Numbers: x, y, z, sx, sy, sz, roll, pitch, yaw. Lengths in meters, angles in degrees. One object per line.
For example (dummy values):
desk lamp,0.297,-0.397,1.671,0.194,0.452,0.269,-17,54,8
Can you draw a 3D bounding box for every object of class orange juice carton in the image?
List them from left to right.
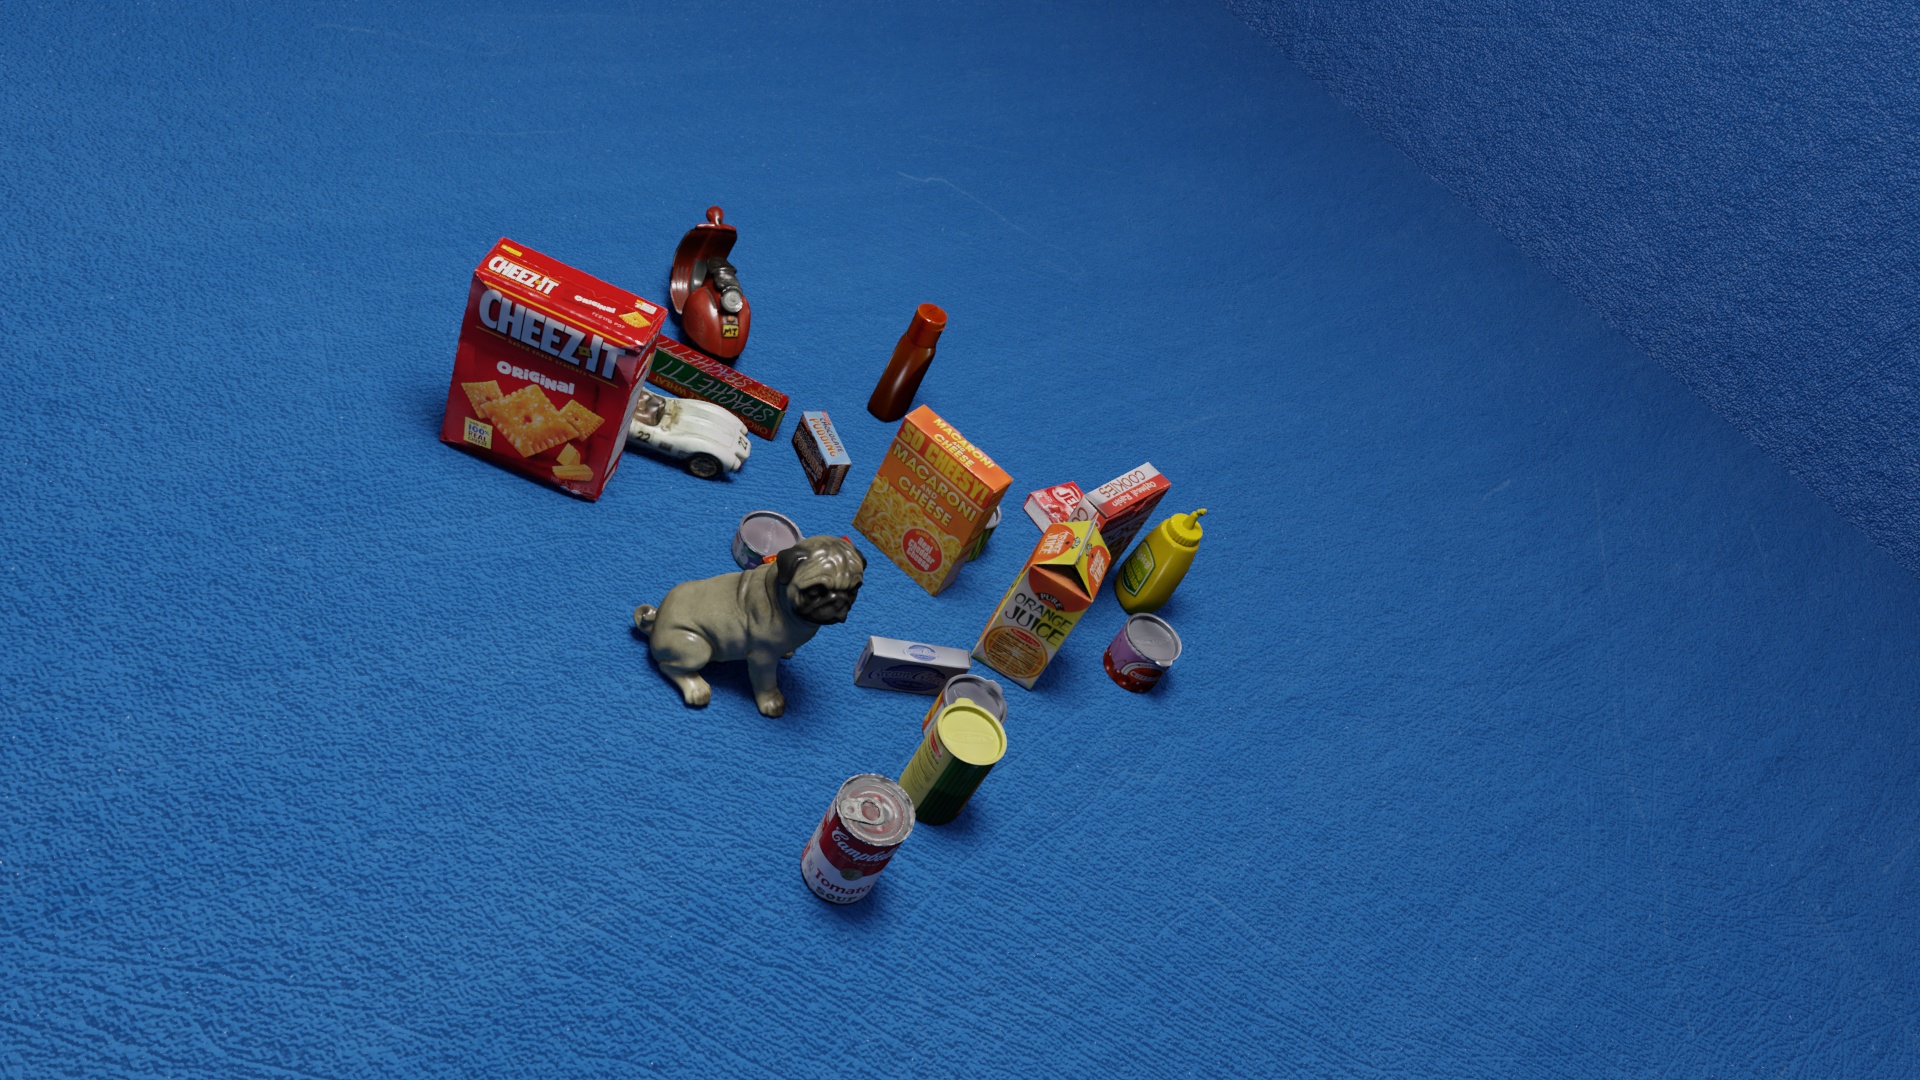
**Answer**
orange juice carton,0.088,0.055,1.392,0.073,0.191,0.072,30,41,0

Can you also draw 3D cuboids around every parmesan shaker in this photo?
parmesan shaker,-0.009,0.201,1.257,0.071,0.102,0.072,16,42,-16

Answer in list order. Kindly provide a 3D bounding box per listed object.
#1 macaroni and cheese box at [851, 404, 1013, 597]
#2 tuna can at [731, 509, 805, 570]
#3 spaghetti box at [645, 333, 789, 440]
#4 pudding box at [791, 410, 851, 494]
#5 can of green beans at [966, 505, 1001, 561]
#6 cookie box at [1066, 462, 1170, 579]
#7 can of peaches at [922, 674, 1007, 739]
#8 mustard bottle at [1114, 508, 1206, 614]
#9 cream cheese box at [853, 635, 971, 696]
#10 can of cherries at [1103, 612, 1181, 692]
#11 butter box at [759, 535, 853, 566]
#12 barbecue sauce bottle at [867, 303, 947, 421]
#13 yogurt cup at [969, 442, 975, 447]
macaroni and cheese box,-0.032,-0.040,1.439,0.124,0.165,0.040,41,42,12
tuna can,-0.193,0.004,1.402,0.071,0.032,0.071,16,43,-15
spaghetti box,-0.306,-0.186,1.515,0.250,0.050,0.029,26,41,-5
pudding box,-0.152,-0.096,1.515,0.030,0.049,0.084,-4,51,-33
can of green beans,0.004,-0.019,1.520,0.071,0.057,0.071,16,43,-15
cookie box,0.145,0.001,1.499,0.040,0.166,0.123,45,43,17
can of peaches,0.005,0.170,1.330,0.071,0.057,0.071,16,43,-15
mustard bottle,0.226,0.015,1.538,0.049,0.159,0.065,4,47,-27
cream cheese box,-0.047,0.124,1.351,0.104,0.053,0.024,10,44,-21
can of cherries,0.194,0.123,1.488,0.071,0.058,0.072,16,43,-15
butter box,-0.156,0.030,1.382,0.104,0.052,0.024,-16,58,-40
barbecue sauce bottle,-0.058,-0.207,1.605,0.044,0.147,0.065,38,41,8
yogurt cup,-0.012,-0.076,1.573,0.072,0.053,0.073,16,43,-15
